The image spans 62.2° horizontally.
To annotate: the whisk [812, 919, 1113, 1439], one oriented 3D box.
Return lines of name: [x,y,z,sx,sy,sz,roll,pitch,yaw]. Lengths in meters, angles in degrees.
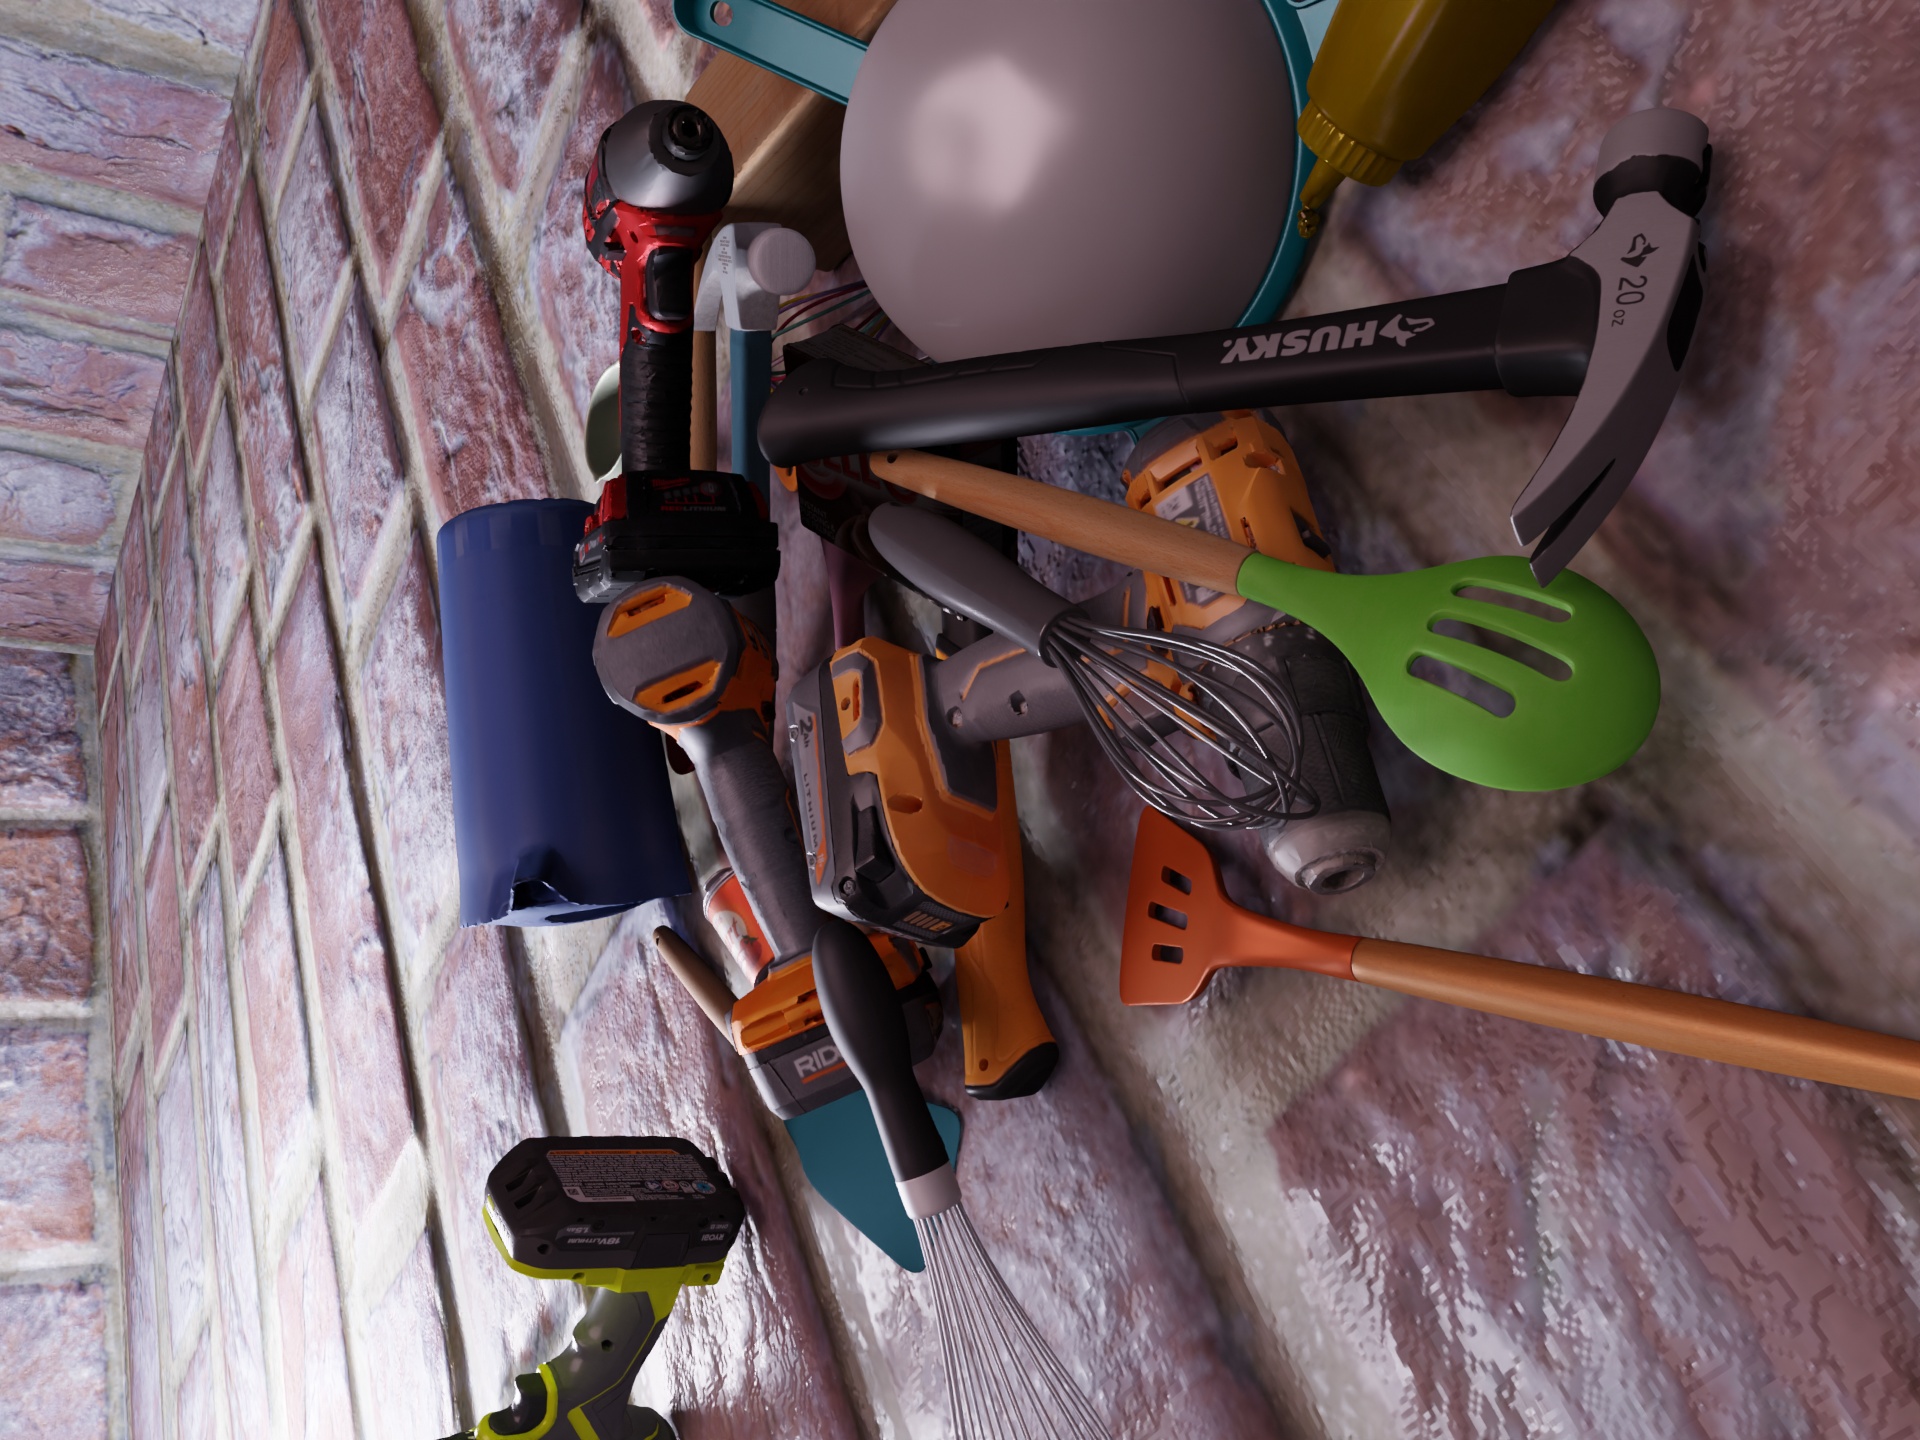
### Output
whisk: [-0.001,0.211,0.614,0.070,0.070,0.285,-26,83,49]

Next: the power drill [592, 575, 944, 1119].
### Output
power drill: [-0.085,0.052,0.720,0.164,0.084,0.226,60,-174,-85]

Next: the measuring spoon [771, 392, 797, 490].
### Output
measuring spoon: [-0.109,-0.179,0.928,0.021,0.011,0.117,-47,53,40]

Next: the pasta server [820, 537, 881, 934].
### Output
pasta server: [-0.047,0.006,0.800,0.060,0.040,0.316,-11,80,53]

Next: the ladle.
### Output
ladle: [-0.147,-0.116,0.894,0.069,0.031,0.315,39,131,52]

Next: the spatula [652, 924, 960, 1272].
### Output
spatula: [-0.100,0.175,0.849,0.318,0.044,0.082,30,109,57]

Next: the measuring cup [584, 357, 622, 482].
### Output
measuring cup: [-0.191,-0.183,1.016,0.168,0.038,0.083,25,105,51]

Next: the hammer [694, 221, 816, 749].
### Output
hammer: [-0.108,-0.086,0.823,0.128,0.033,0.331,-138,47,-61]

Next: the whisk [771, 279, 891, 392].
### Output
whisk: [-0.038,-0.222,0.808,0.245,0.051,0.047,-19,64,48]

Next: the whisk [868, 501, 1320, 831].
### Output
whisk: [0.032,-0.028,0.534,0.239,0.055,0.055,38,115,47]

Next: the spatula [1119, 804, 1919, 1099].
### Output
spatula: [0.156,0.081,0.512,0.323,0.041,0.081,5,87,50]

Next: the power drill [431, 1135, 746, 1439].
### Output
power drill: [-0.223,0.343,0.853,0.080,0.190,0.228,33,107,51]

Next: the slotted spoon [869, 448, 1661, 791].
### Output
slotted spoon: [0.074,-0.053,0.527,0.314,0.031,0.070,25,79,41]

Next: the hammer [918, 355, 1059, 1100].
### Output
hammer: [-0.001,-0.002,0.713,0.127,0.034,0.337,-14,75,36]

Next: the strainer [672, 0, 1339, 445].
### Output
strainer: [-0.022,-0.248,0.644,0.341,0.095,0.211,34,118,26]

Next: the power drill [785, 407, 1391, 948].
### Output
power drill: [0.046,0.010,0.588,0.226,0.084,0.186,-31,54,28]

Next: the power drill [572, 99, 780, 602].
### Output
power drill: [-0.135,-0.167,0.730,0.143,0.078,0.220,178,90,-69]

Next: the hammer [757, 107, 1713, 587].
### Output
hammer: [0.064,-0.110,0.531,0.335,0.035,0.146,1,61,35]
